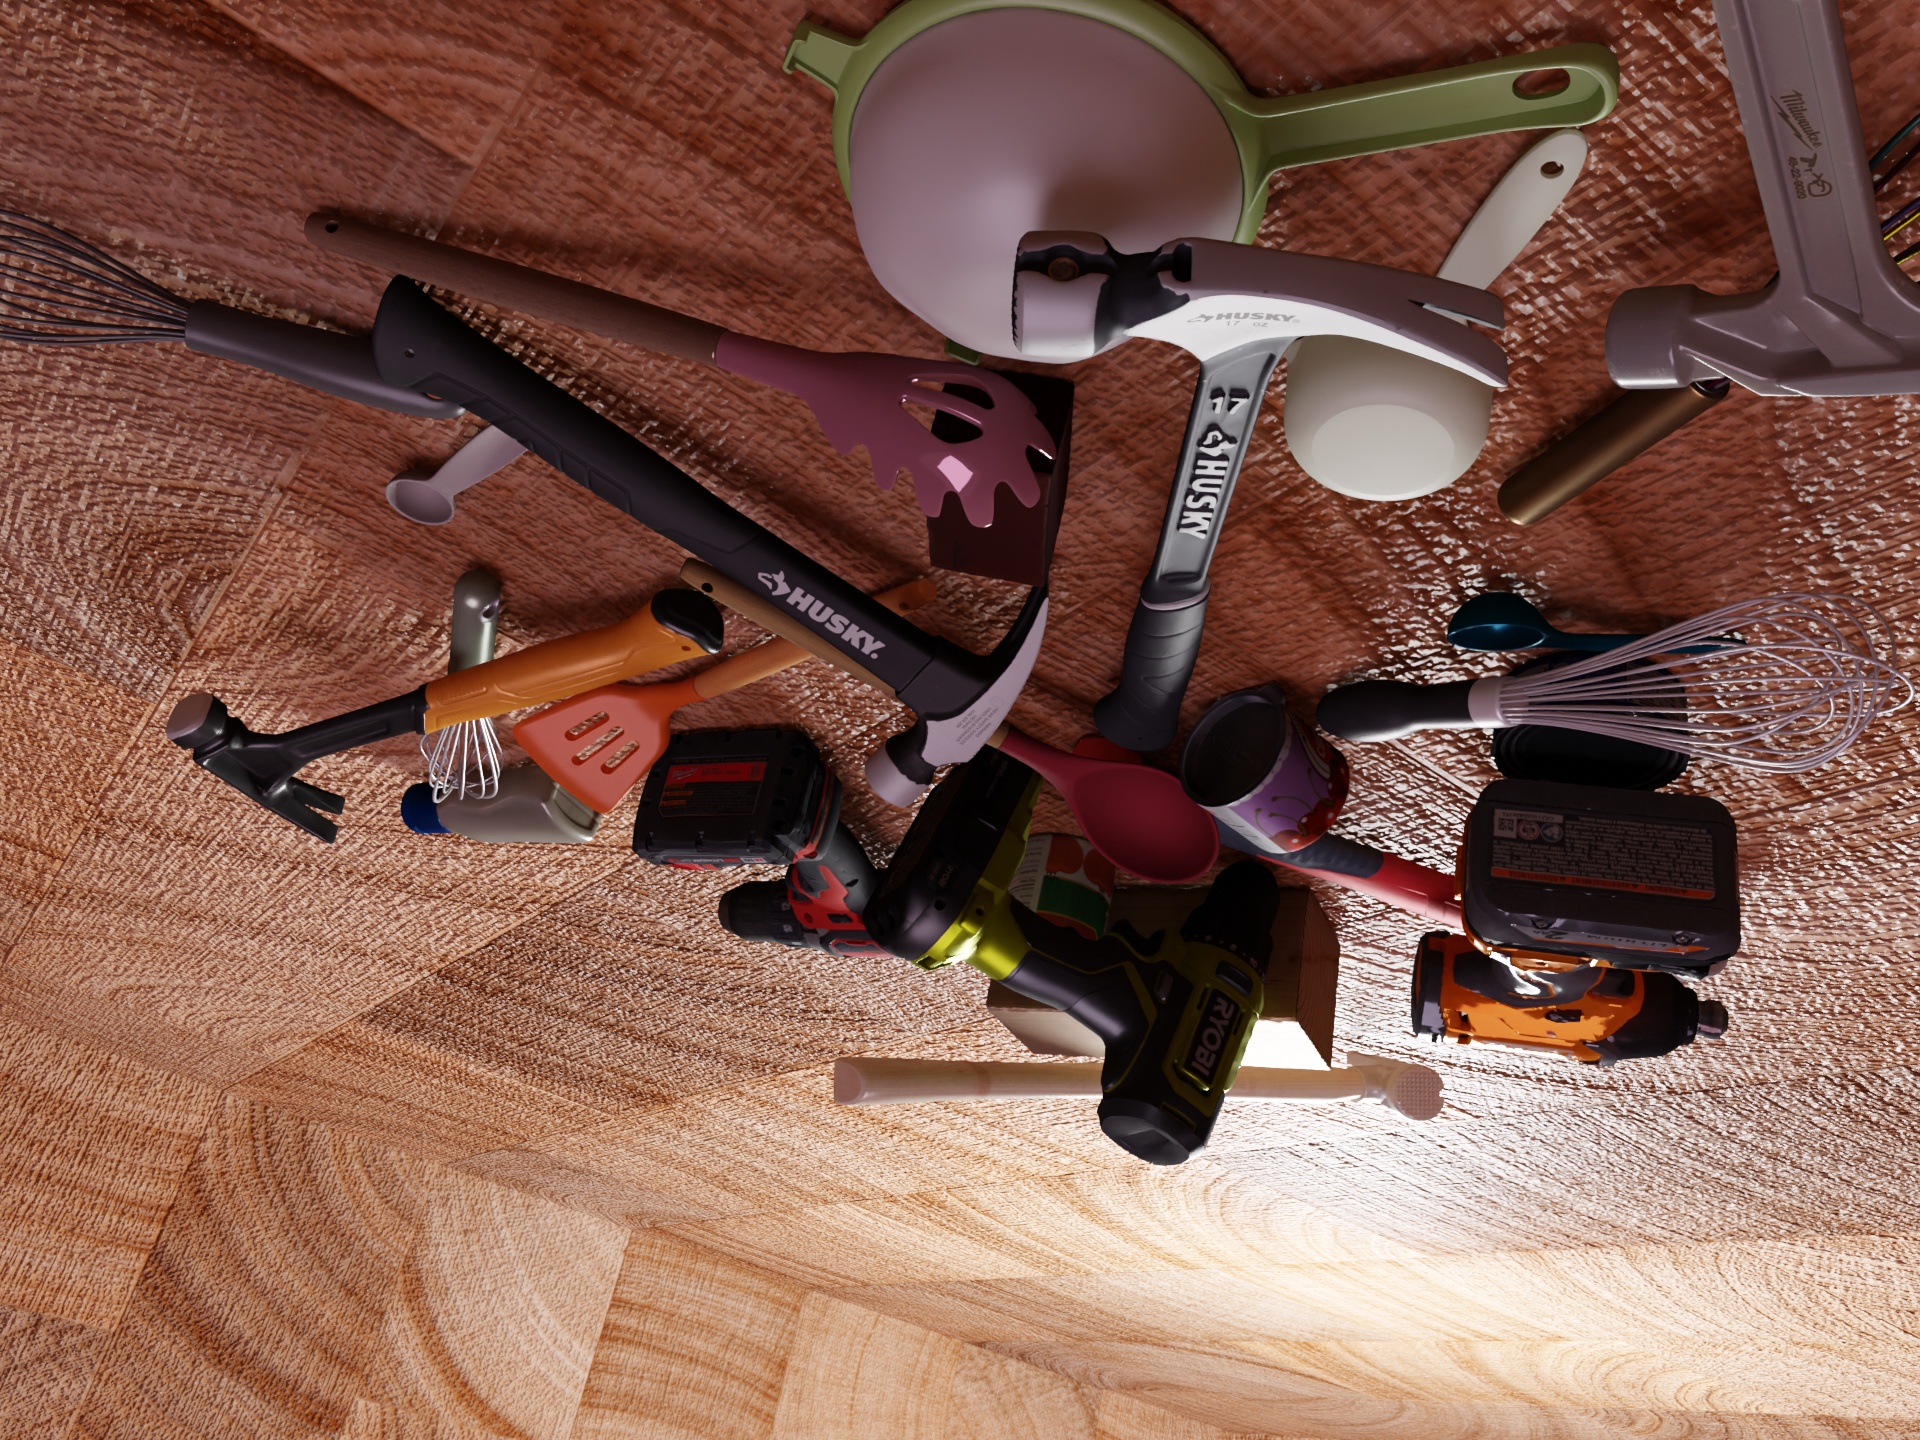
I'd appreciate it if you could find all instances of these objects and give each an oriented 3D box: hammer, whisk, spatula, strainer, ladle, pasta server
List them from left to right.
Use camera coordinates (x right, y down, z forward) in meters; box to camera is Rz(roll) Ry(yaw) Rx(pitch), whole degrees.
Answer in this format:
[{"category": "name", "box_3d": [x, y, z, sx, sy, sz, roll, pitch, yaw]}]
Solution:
[{"category": "whisk", "box_3d": [-0.334, -0.171, 0.695, 0.239, 0.055, 0.055, 14, 151, -9]}, {"category": "whisk", "box_3d": [-0.295, -0.016, 0.951, 0.059, 0.058, 0.246, 36, 145, 3]}, {"category": "hammer", "box_3d": [-0.277, -0.007, 0.895, 0.337, 0.034, 0.127, -15, 141, 21]}, {"category": "pasta server", "box_3d": [-0.115, -0.148, 0.620, 0.316, 0.060, 0.040, 19, 163, 11]}, {"category": "hammer", "box_3d": [-0.110, -0.090, 0.720, 0.334, 0.035, 0.146, 33, 121, -20]}, {"category": "spatula", "box_3d": [-0.131, -0.018, 0.878, 0.322, 0.041, 0.081, -19, 122, 42]}, {"category": "ladle", "box_3d": [-0.001, -0.003, 0.814, 0.315, 0.031, 0.069, 28, 125, -14]}, {"category": "hammer", "box_3d": [0.116, 0.253, 1.120, 0.410, 0.038, 0.146, 2, 173, -6]}, {"category": "strainer", "box_3d": [0.071, -0.165, 0.506, 0.256, 0.069, 0.151, -1, 148, 27]}, {"category": "hammer", "box_3d": [0.094, -0.062, 0.642, 0.149, 0.036, 0.408, 3, 161, 2]}, {"category": "hammer", "box_3d": [0.236, 0.095, 0.925, 0.386, 0.038, 0.143, 19, 152, -10]}, {"category": "whisk", "box_3d": [0.255, -0.009, 0.675, 0.070, 0.070, 0.285, 29, 163, -26]}, {"category": "whisk", "box_3d": [0.260, -0.125, 0.525, 0.051, 0.047, 0.245, 20, 154, -14]}, {"category": "hammer", "box_3d": [0.182, -0.213, 0.357, 0.149, 0.037, 0.358, 6, 146, 43]}]

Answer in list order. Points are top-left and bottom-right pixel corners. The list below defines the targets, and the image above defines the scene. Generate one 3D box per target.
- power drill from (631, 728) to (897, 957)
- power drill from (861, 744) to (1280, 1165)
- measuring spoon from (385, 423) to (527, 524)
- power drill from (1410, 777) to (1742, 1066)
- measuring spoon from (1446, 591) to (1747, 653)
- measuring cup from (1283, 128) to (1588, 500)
[{"category": "power drill", "box_3d": [-0.119, 0.094, 1.040, 0.188, 0.080, 0.226, -3, 150, 28]}, {"category": "power drill", "box_3d": [0.077, 0.116, 0.911, 0.228, 0.191, 0.080, 36, 147, -10]}, {"category": "measuring spoon", "box_3d": [-0.233, -0.128, 0.764, 0.124, 0.018, 0.034, -22, 135, 37]}, {"category": "power drill", "box_3d": [0.322, 0.115, 0.808, 0.164, 0.084, 0.226, 5, 152, 13]}, {"category": "measuring spoon", "box_3d": [0.277, -0.043, 0.693, 0.128, 0.021, 0.042, 3, 167, 1]}, {"category": "measuring cup", "box_3d": [0.168, -0.132, 0.552, 0.083, 0.038, 0.167, 17, 153, -5]}]
